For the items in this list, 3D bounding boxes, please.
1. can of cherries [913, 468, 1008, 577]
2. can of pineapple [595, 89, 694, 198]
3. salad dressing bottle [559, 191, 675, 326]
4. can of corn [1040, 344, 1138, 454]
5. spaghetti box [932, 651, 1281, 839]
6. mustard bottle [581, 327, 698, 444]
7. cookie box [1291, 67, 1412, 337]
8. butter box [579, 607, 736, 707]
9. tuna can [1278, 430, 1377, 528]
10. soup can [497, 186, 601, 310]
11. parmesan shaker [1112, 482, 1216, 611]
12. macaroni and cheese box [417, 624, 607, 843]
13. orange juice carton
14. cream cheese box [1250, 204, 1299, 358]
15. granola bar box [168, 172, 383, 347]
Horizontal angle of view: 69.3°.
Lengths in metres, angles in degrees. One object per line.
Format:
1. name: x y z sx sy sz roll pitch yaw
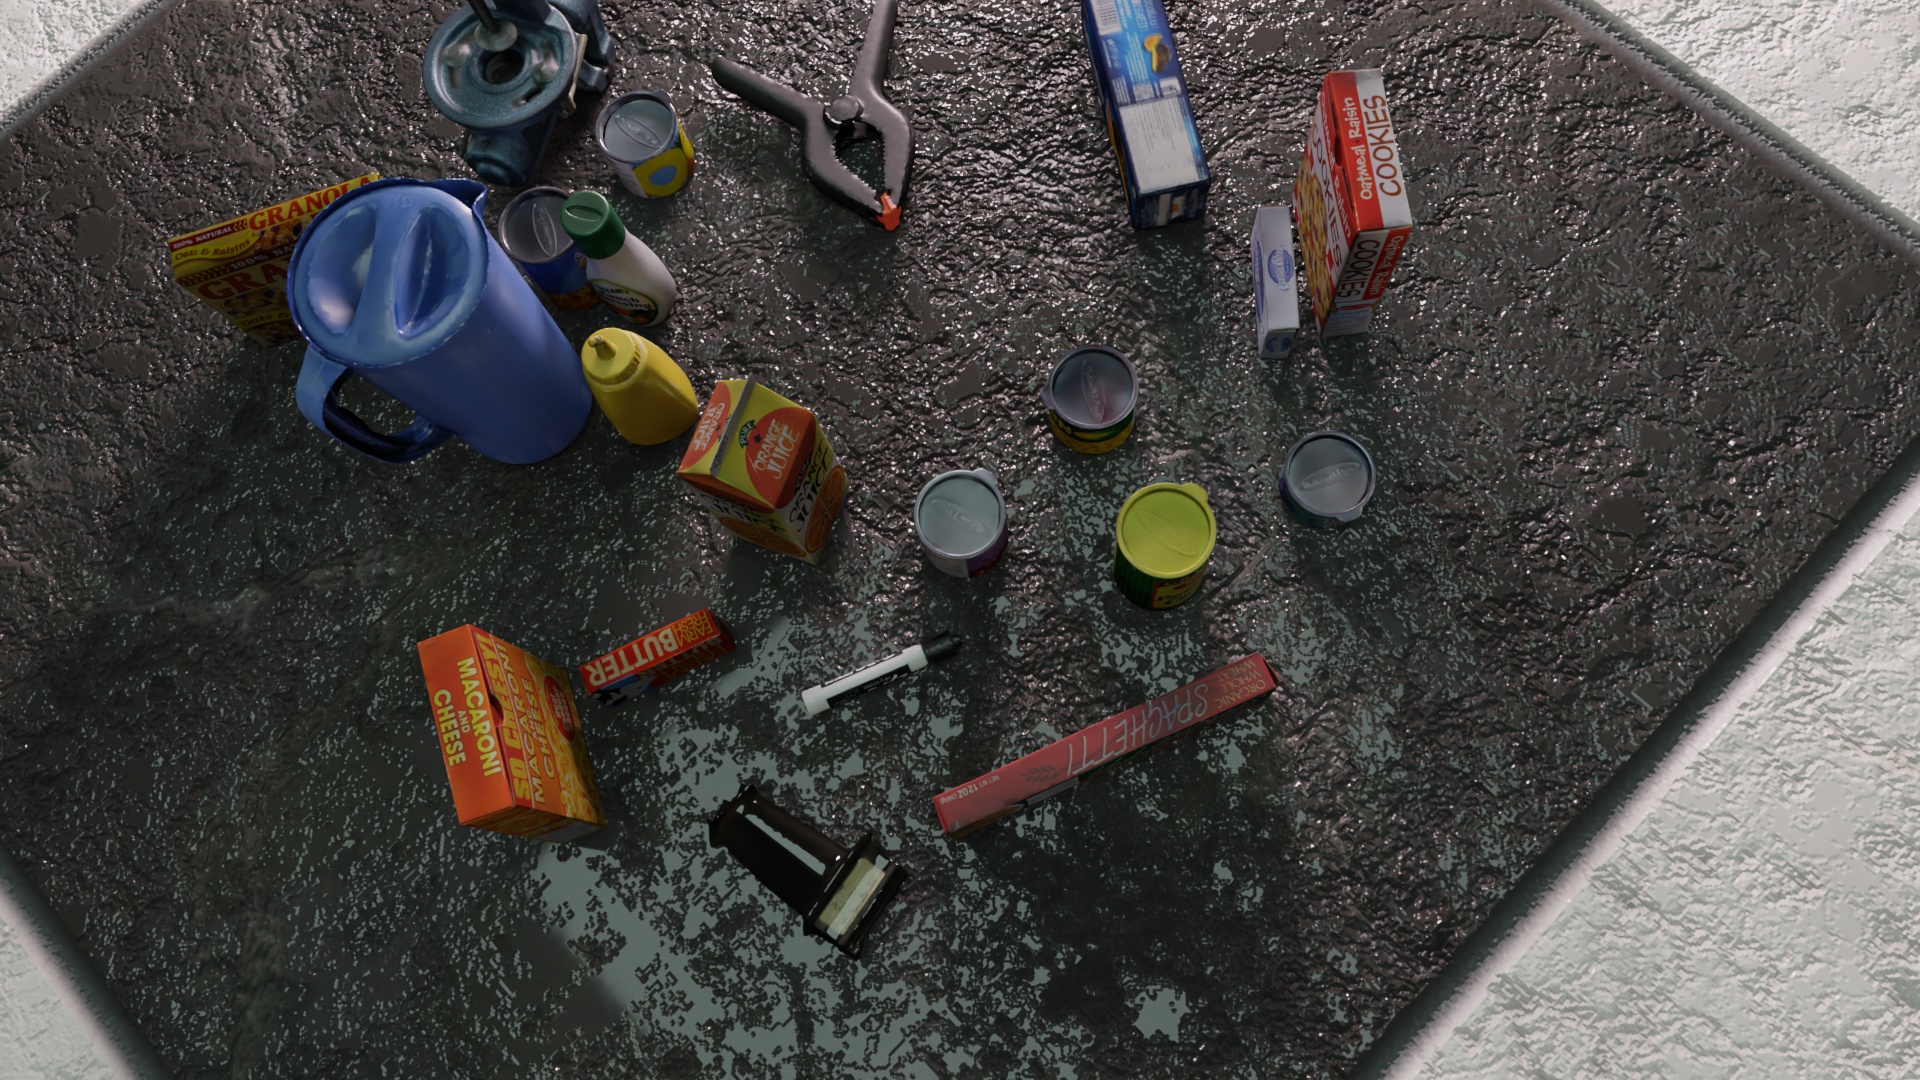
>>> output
1. can of cherries: 0.004 -0.013 1.010 0.071 0.058 0.071 -1 74 5
2. can of pineapple: -0.253 -0.320 1.125 0.071 0.057 0.071 -1 74 5
3. salad dressing bottle: -0.258 -0.211 1.046 0.064 0.147 0.044 16 76 9
4. can of corn: 0.095 -0.103 1.029 0.071 0.058 0.071 -1 74 5
5. spaghetti box: 0.101 0.142 0.960 0.250 0.050 0.029 -24 73 -2
6. mustard bottle: -0.239 -0.118 1.010 0.065 0.160 0.049 -25 73 -2
7. cookie box: 0.276 -0.237 0.996 0.040 0.167 0.123 -7 73 3
8. butter box: -0.217 0.085 1.003 0.103 0.053 0.024 -25 73 -3
9. tuna can: 0.267 -0.042 1.009 0.071 0.032 0.071 -1 73 5
10. soup can: -0.312 -0.228 1.089 0.071 0.083 0.071 -1 74 5
11. parmesan shaker: 0.143 0.005 0.969 0.071 0.103 0.071 -1 74 5
12. macaroni and cheese box: -0.298 0.134 0.936 0.040 0.166 0.124 -20 73 -1
13. orange juice carton: -0.136 -0.050 0.963 0.073 0.192 0.072 19 77 10
14. cream cheese box: 0.236 -0.194 1.046 0.024 0.053 0.104 -2 73 5
15. granola bar box: -0.499 -0.216 1.081 0.166 0.124 0.039 -18 73 0
